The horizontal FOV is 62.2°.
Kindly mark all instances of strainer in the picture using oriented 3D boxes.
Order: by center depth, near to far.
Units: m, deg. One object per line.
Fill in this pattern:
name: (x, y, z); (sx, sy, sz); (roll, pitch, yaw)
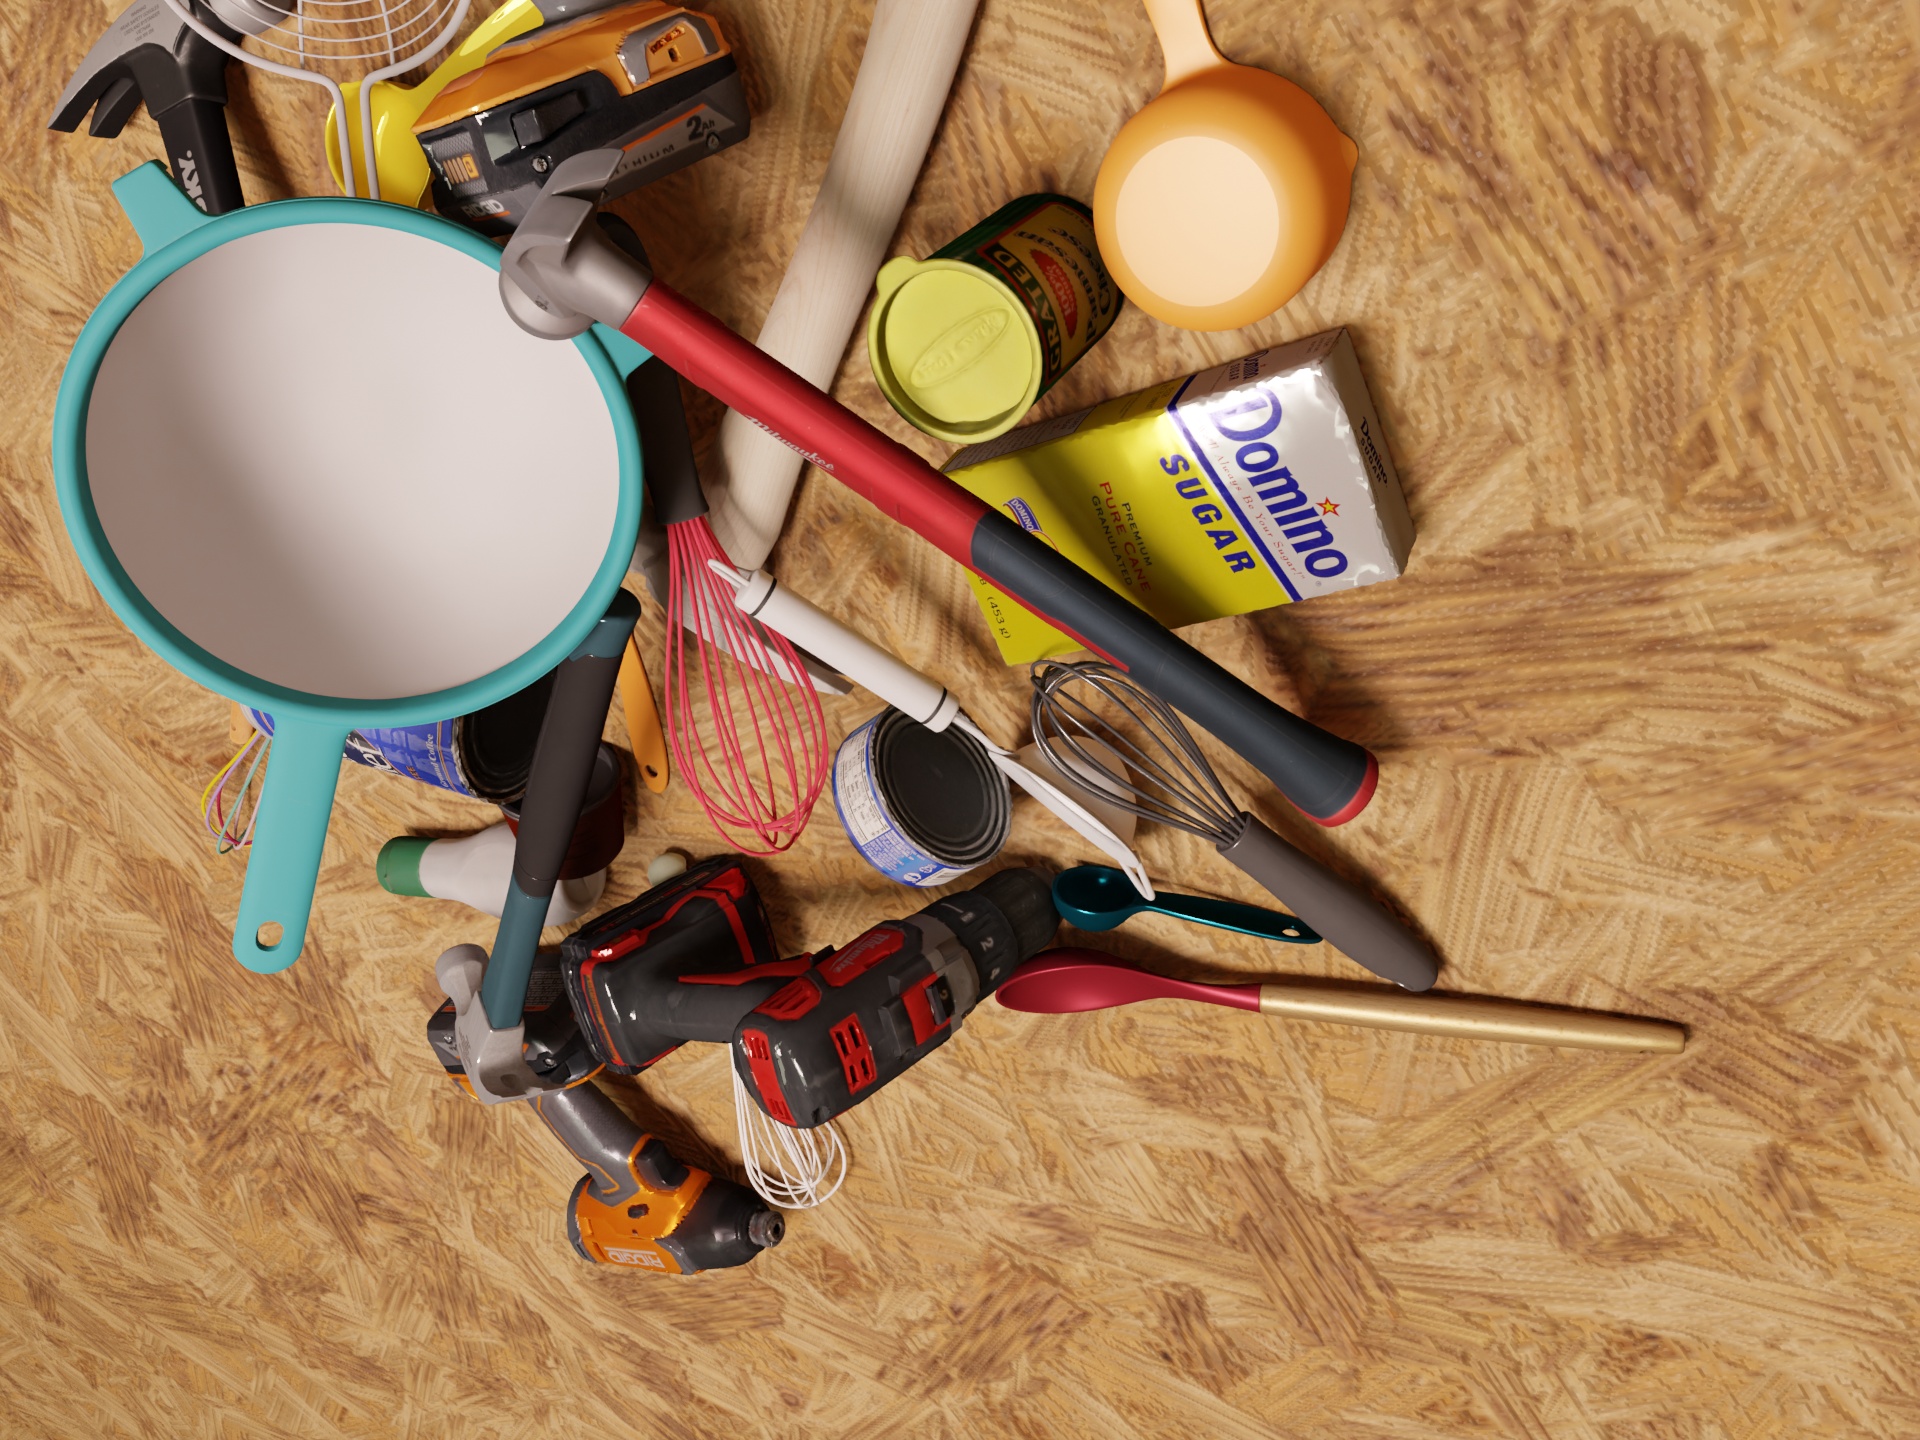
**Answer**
strainer: (-0.259, -0.055, 0.665); (0.211, 0.095, 0.340); (11, 115, -23)
strainer: (-0.001, -0.002, 0.706); (0.258, 0.050, 0.087); (33, 176, -19)

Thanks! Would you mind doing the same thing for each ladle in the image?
ladle: (0.167, 0.134, 0.747); (0.315, 0.031, 0.069); (2, 156, 22)

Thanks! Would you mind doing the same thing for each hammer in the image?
hammer: (0.014, -0.065, 0.575); (0.386, 0.038, 0.143); (32, 173, -20)
hammer: (-0.041, -0.187, 0.647); (0.146, 0.038, 0.410); (31, 128, 4)
hammer: (-0.332, -0.165, 0.741); (0.146, 0.035, 0.335); (-11, 95, 30)
hammer: (-0.207, 0.066, 0.777); (0.128, 0.033, 0.330); (57, 137, 37)

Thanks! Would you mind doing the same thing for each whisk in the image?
whisk: (0.122, 0.048, 0.693); (0.239, 0.055, 0.055); (37, 130, -13)
whisk: (-0.116, -0.072, 0.698); (0.073, 0.073, 0.295); (-1, 115, 27)
whisk: (-0.127, 0.184, 0.924); (0.059, 0.058, 0.246); (-20, 110, -2)
whisk: (-0.409, 0.001, 0.948); (0.047, 0.051, 0.245); (41, 126, 5)

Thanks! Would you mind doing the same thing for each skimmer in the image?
skimmer: (-0.252, -0.183, 0.668); (0.127, 0.090, 0.363); (-5, 110, -8)

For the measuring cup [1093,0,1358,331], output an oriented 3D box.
measuring cup: (0.076, -0.220, 0.555); (0.095, 0.052, 0.173); (-9, 117, 31)

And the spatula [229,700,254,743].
spatula: (-0.391, -0.093, 0.880); (0.081, 0.041, 0.322); (41, 131, 13)

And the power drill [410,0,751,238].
power drill: (-0.186, -0.291, 0.561); (0.084, 0.185, 0.226); (8, 127, 44)

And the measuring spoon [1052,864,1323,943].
measuring spoon: (0.106, 0.096, 0.752); (0.128, 0.042, 0.021); (10, 118, 12)

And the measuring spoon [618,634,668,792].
measuring spoon: (-0.173, -0.009, 0.841); (0.021, 0.011, 0.116); (7, 122, 23)

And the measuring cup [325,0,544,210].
measuring cup: (-0.211, -0.276, 0.690); (0.156, 0.029, 0.062); (-27, 97, 24)

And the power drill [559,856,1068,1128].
power drill: (-0.073, 0.120, 0.793); (0.227, 0.188, 0.080); (-2, 110, 48)

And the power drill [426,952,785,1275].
power drill: (-0.208, 0.251, 0.977); (0.164, 0.084, 0.226); (-8, 120, 35)
